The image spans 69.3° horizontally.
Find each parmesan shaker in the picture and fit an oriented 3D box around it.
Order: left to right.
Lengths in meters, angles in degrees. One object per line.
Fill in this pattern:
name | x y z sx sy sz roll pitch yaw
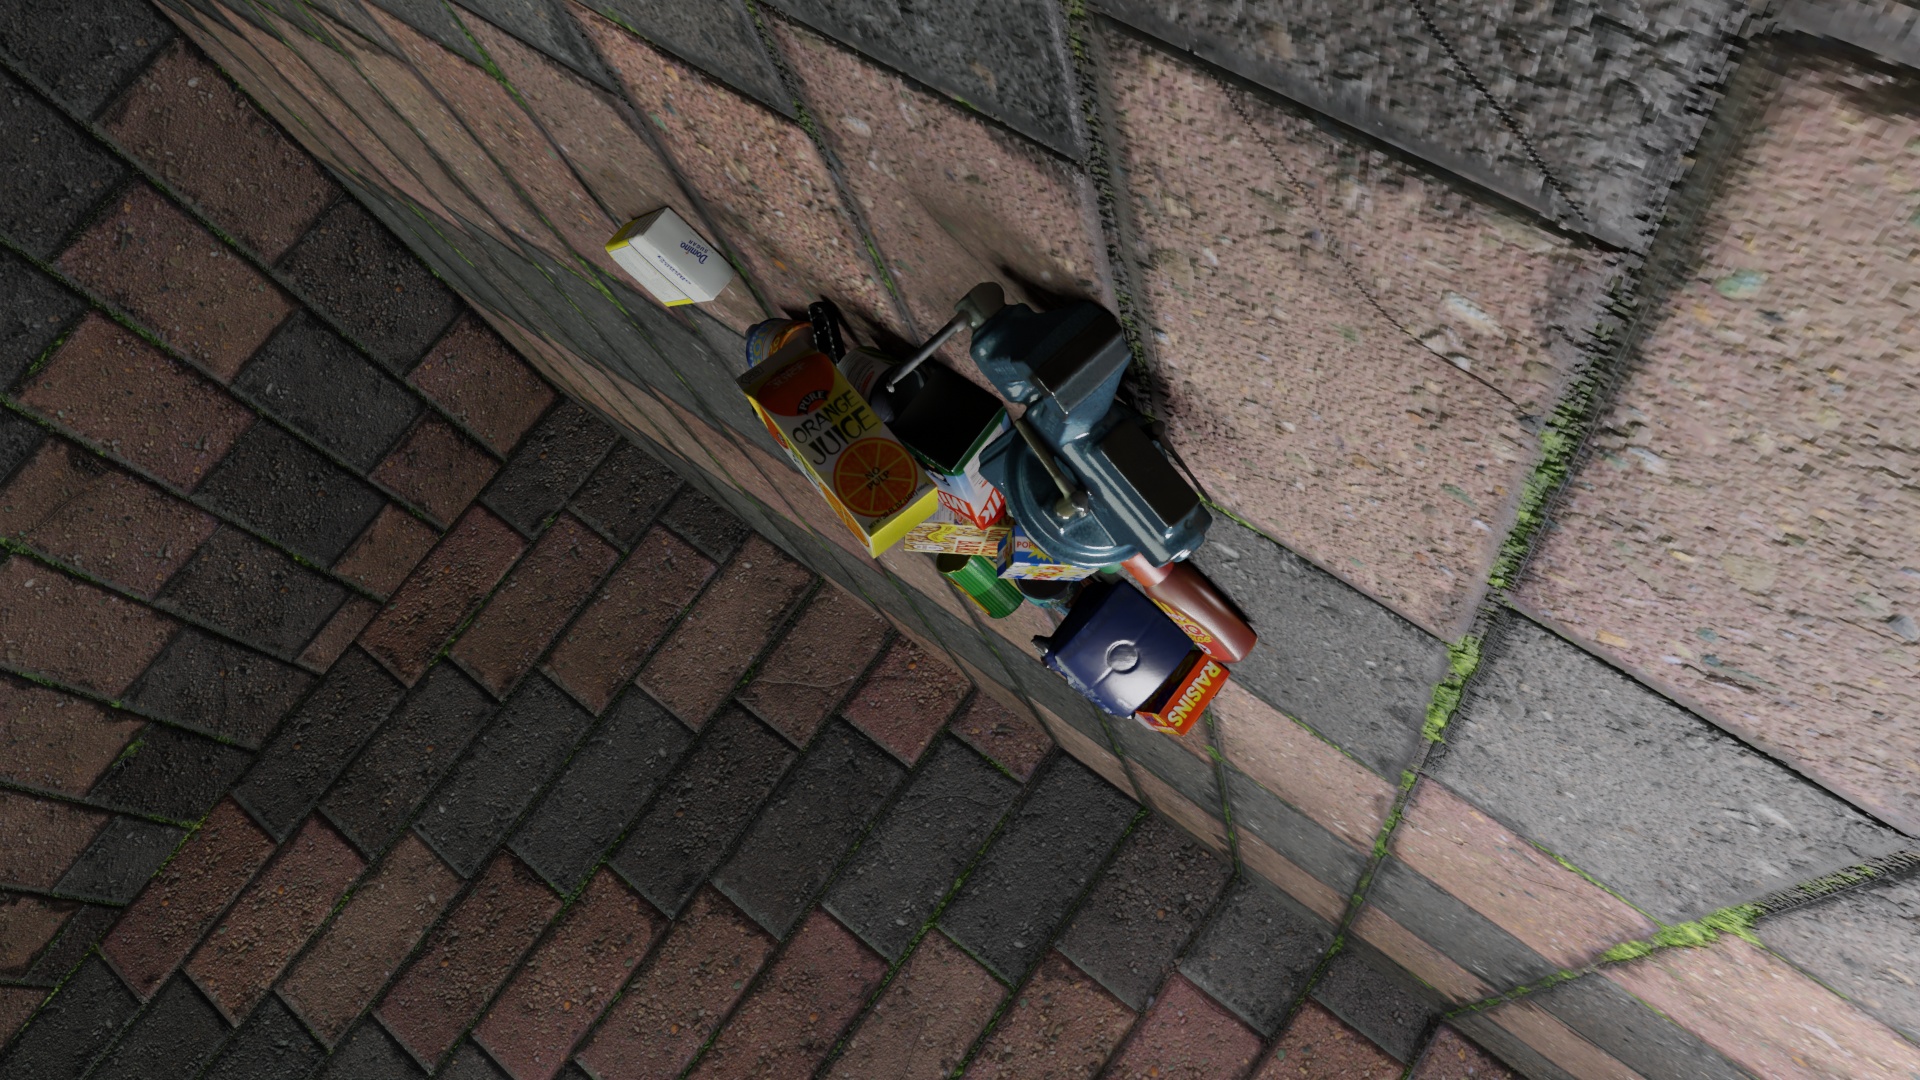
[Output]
parmesan shaker | 0.027 0.044 1.709 0.103 0.071 0.071 44 168 -31

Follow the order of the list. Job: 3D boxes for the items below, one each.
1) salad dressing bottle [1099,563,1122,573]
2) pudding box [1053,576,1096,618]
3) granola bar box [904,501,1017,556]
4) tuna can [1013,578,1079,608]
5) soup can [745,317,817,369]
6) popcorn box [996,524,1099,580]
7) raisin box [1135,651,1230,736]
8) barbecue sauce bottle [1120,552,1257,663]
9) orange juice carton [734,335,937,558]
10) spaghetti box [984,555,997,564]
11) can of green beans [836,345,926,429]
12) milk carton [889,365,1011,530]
salad dressing bottle | 0.093 -0.024 1.215 0.147 0.044 0.064 39 -164 -32
pudding box | 0.113 0.052 1.496 0.083 0.050 0.030 38 171 -4
granola bar box | 0.005 -0.018 1.418 0.124 0.039 0.165 3 170 -2
tuna can | 0.092 0.038 1.452 0.071 0.071 0.032 33 170 24
soup can | -0.164 -0.182 1.341 0.071 0.071 0.084 43 168 -28
popcorn box | 0.084 0.013 1.335 0.085 0.038 0.126 3 172 -5
raisin box | 0.231 0.163 1.485 0.040 0.086 0.123 40 170 -4
barbecue sauce bottle | 0.193 0.047 1.204 0.148 0.044 0.065 43 170 -26
orange juice carton | -0.105 -0.085 1.169 0.193 0.072 0.073 50 170 12
spaghetti box | 0.120 0.060 1.570 0.250 0.029 0.050 34 170 19
can of green beans | -0.072 -0.134 1.236 0.058 0.071 0.071 29 167 42
milk carton | 0.005 -0.071 1.234 0.072 0.073 0.190 34 170 20
